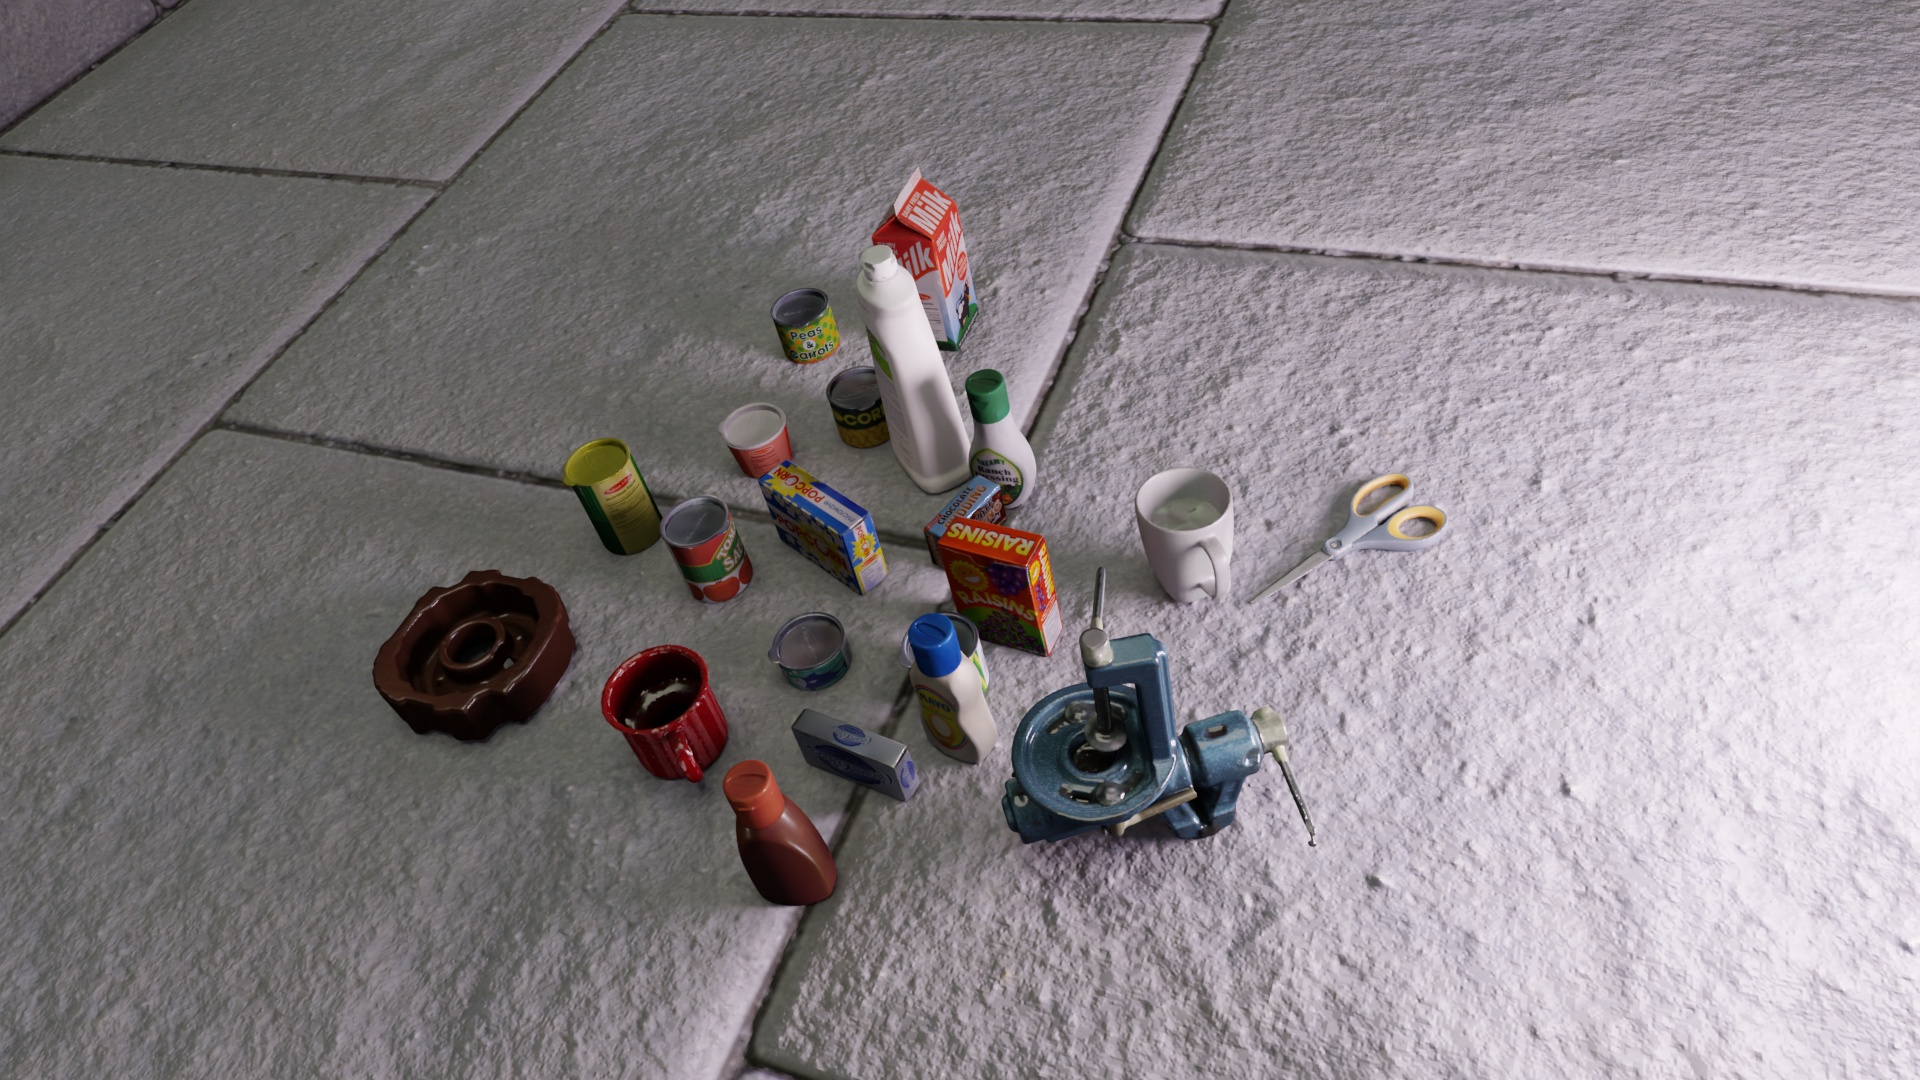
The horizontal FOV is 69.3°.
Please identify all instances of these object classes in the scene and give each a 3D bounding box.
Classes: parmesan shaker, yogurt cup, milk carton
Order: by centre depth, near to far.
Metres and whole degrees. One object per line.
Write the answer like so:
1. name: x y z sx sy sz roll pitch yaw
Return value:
1. parmesan shaker: -0.345 -0.041 1.377 0.071 0.102 0.072 -7 46 7
2. yogurt cup: -0.207 -0.101 1.435 0.072 0.053 0.073 -7 46 7
3. milk carton: -0.039 -0.299 1.487 0.073 0.189 0.073 8 50 21

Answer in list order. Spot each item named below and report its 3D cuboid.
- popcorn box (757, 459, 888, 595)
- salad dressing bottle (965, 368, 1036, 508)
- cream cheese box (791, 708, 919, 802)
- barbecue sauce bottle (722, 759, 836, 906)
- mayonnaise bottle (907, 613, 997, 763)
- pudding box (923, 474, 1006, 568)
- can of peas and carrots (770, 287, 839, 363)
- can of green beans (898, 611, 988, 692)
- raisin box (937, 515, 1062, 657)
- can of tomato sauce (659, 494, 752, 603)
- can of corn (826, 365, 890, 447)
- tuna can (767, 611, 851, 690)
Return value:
1. popcorn box: -0.129 -0.013 1.311 0.038 0.084 0.127 -41 51 -23
2. salad dressing bottle: 0.034 -0.095 1.306 0.064 0.147 0.044 10 50 22
3. cream cheese box: -0.086 0.176 1.143 0.104 0.053 0.024 16 53 26
4. barbecue sauce bottle: -0.140 0.222 1.047 0.065 0.147 0.044 -4 47 10
5. mayonnaise bottle: -0.011 0.118 1.114 0.065 0.147 0.041 22 56 30
6. pudding box: 0.005 -0.016 1.306 0.030 0.049 0.084 26 58 32
7. can of peas and carrots: -0.173 -0.238 1.553 0.071 0.058 0.071 -7 46 7
8. can of green beans: -0.012 0.104 1.190 0.071 0.057 0.071 -7 46 7
9. raisin box: 0.035 0.040 1.194 0.086 0.122 0.040 14 52 25
10. can of tomato sauce: -0.238 0.009 1.318 0.071 0.082 0.071 -7 46 7
11. can of corn: -0.100 -0.137 1.440 0.071 0.058 0.071 -7 46 7
12. tuna can: -0.134 0.100 1.241 0.071 0.032 0.071 -7 46 7
